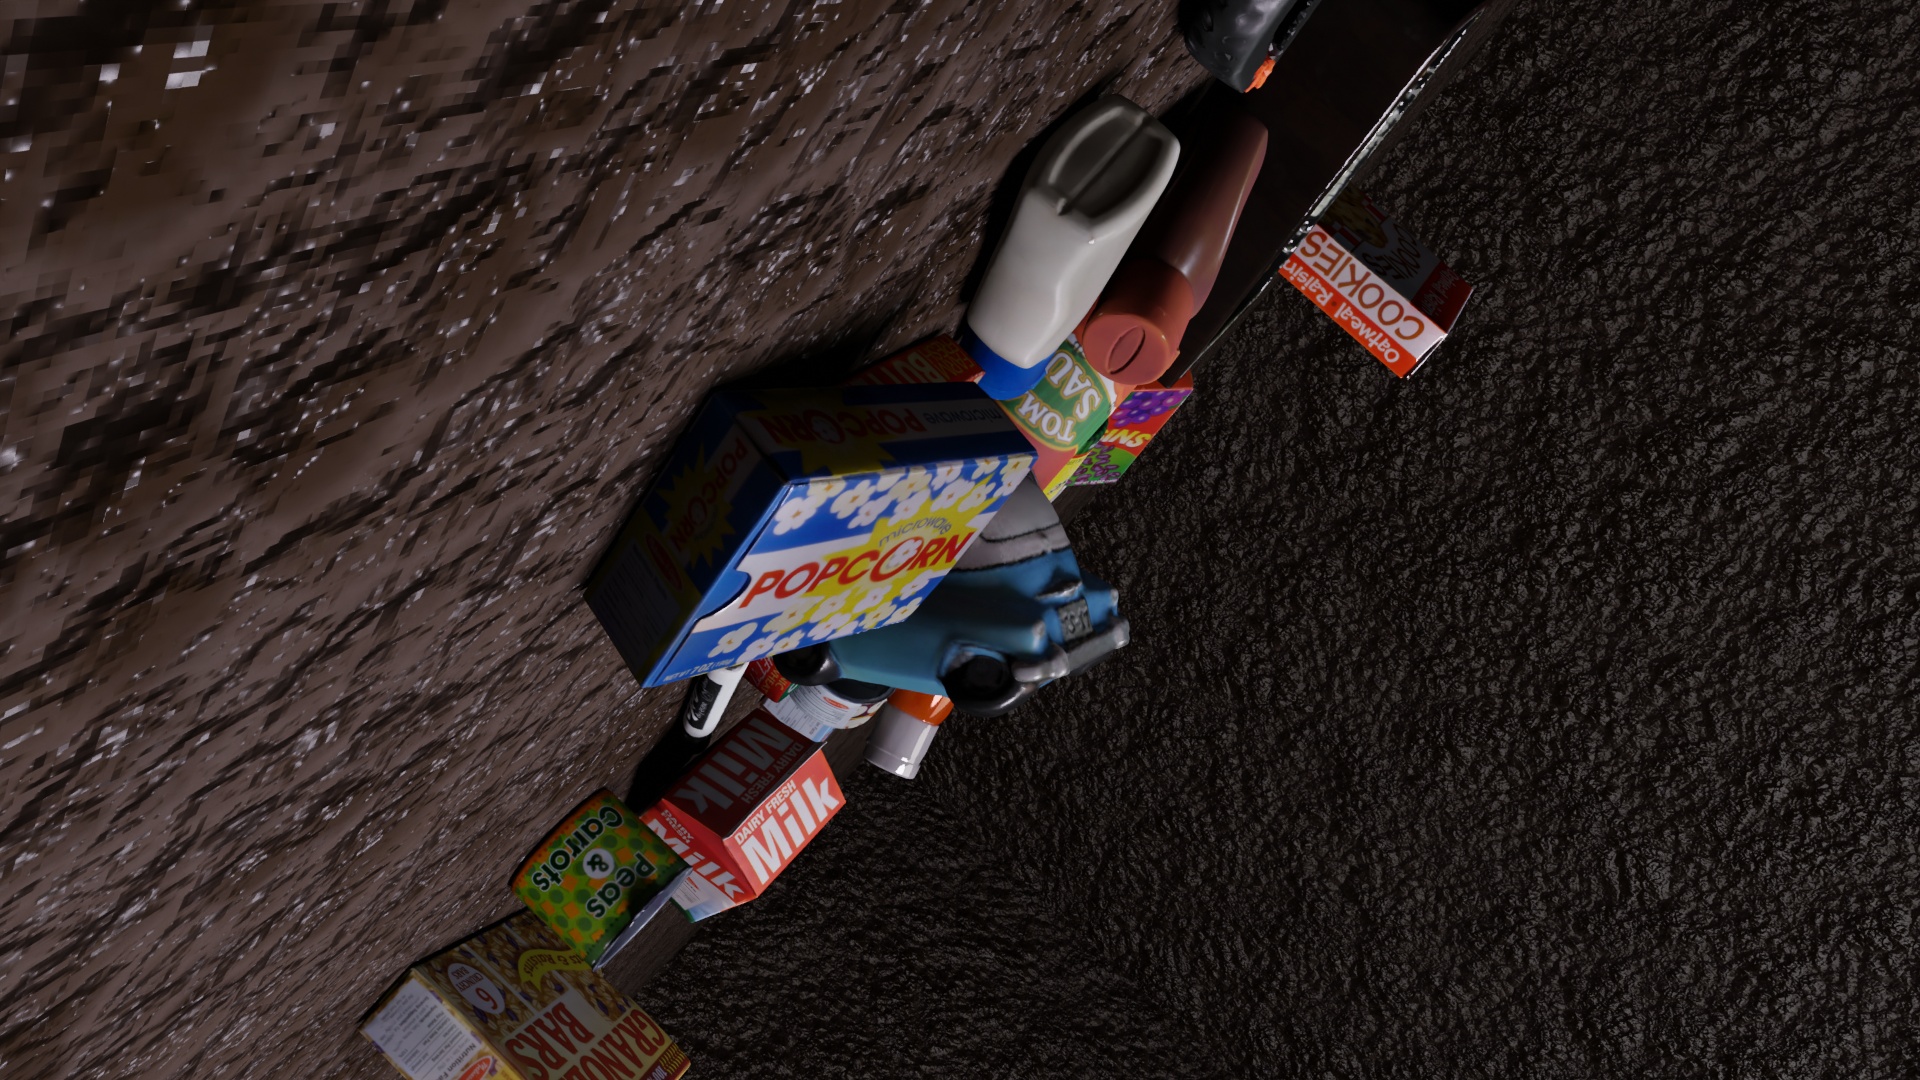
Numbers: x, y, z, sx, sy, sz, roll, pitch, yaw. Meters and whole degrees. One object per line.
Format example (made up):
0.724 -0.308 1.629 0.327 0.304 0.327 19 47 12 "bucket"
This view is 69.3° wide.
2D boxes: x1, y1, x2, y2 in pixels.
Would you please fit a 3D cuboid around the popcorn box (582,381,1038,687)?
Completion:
-0.042 -0.006 0.430 0.127 0.038 0.085 -11 146 -54 "popcorn box"

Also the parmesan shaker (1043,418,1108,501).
0.023 -0.042 0.723 0.072 0.071 0.102 -42 172 -49 "parmesan shaker"

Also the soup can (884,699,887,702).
-0.047 0.060 0.948 0.072 0.071 0.083 -43 172 -44 "soup can"

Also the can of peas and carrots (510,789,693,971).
-0.174 0.163 0.673 0.071 0.059 0.071 -48 174 -6 "can of peas and carrots"

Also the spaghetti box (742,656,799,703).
-0.050 0.025 0.838 0.050 0.029 0.251 -52 174 29 "spaghetti box"

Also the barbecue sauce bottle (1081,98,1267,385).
0.090 -0.124 0.586 0.064 0.043 0.149 -56 -174 50 "barbecue sauce bottle"

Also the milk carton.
-0.126 0.152 0.766 0.073 0.073 0.189 -44 -178 -30 "milk carton"

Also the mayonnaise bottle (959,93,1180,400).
0.031 -0.098 0.516 0.065 0.041 0.147 -50 178 -23 "mayonnaise bottle"

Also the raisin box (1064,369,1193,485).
0.072 -0.075 0.818 0.086 0.040 0.123 -3 158 -17 "raisin box"

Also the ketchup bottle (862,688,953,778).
-0.015 0.075 0.871 0.149 0.043 0.064 -64 -175 -2 "ketchup bottle"

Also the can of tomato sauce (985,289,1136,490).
0.036 -0.070 0.621 0.083 0.071 0.071 -47 175 -16 "can of tomato sauce"

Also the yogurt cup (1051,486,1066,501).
0.053 -0.059 0.928 0.072 0.054 0.072 -48 175 -6 "yogurt cup"

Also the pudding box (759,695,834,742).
-0.091 0.096 0.912 0.083 0.050 0.030 -52 175 40 "pudding box"

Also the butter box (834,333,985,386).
-0.032 -0.041 0.510 0.053 0.024 0.104 -50 174 31 "butter box"

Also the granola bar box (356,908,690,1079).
-0.205 0.249 0.684 0.039 0.124 0.165 -47 175 -3 "granola bar box"

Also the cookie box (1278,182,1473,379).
0.230 -0.181 0.848 0.040 0.167 0.123 -51 174 34 "cookie box"

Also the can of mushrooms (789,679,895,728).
-0.072 0.078 0.847 0.071 0.071 0.033 -42 173 -49 "can of mushrooms"
